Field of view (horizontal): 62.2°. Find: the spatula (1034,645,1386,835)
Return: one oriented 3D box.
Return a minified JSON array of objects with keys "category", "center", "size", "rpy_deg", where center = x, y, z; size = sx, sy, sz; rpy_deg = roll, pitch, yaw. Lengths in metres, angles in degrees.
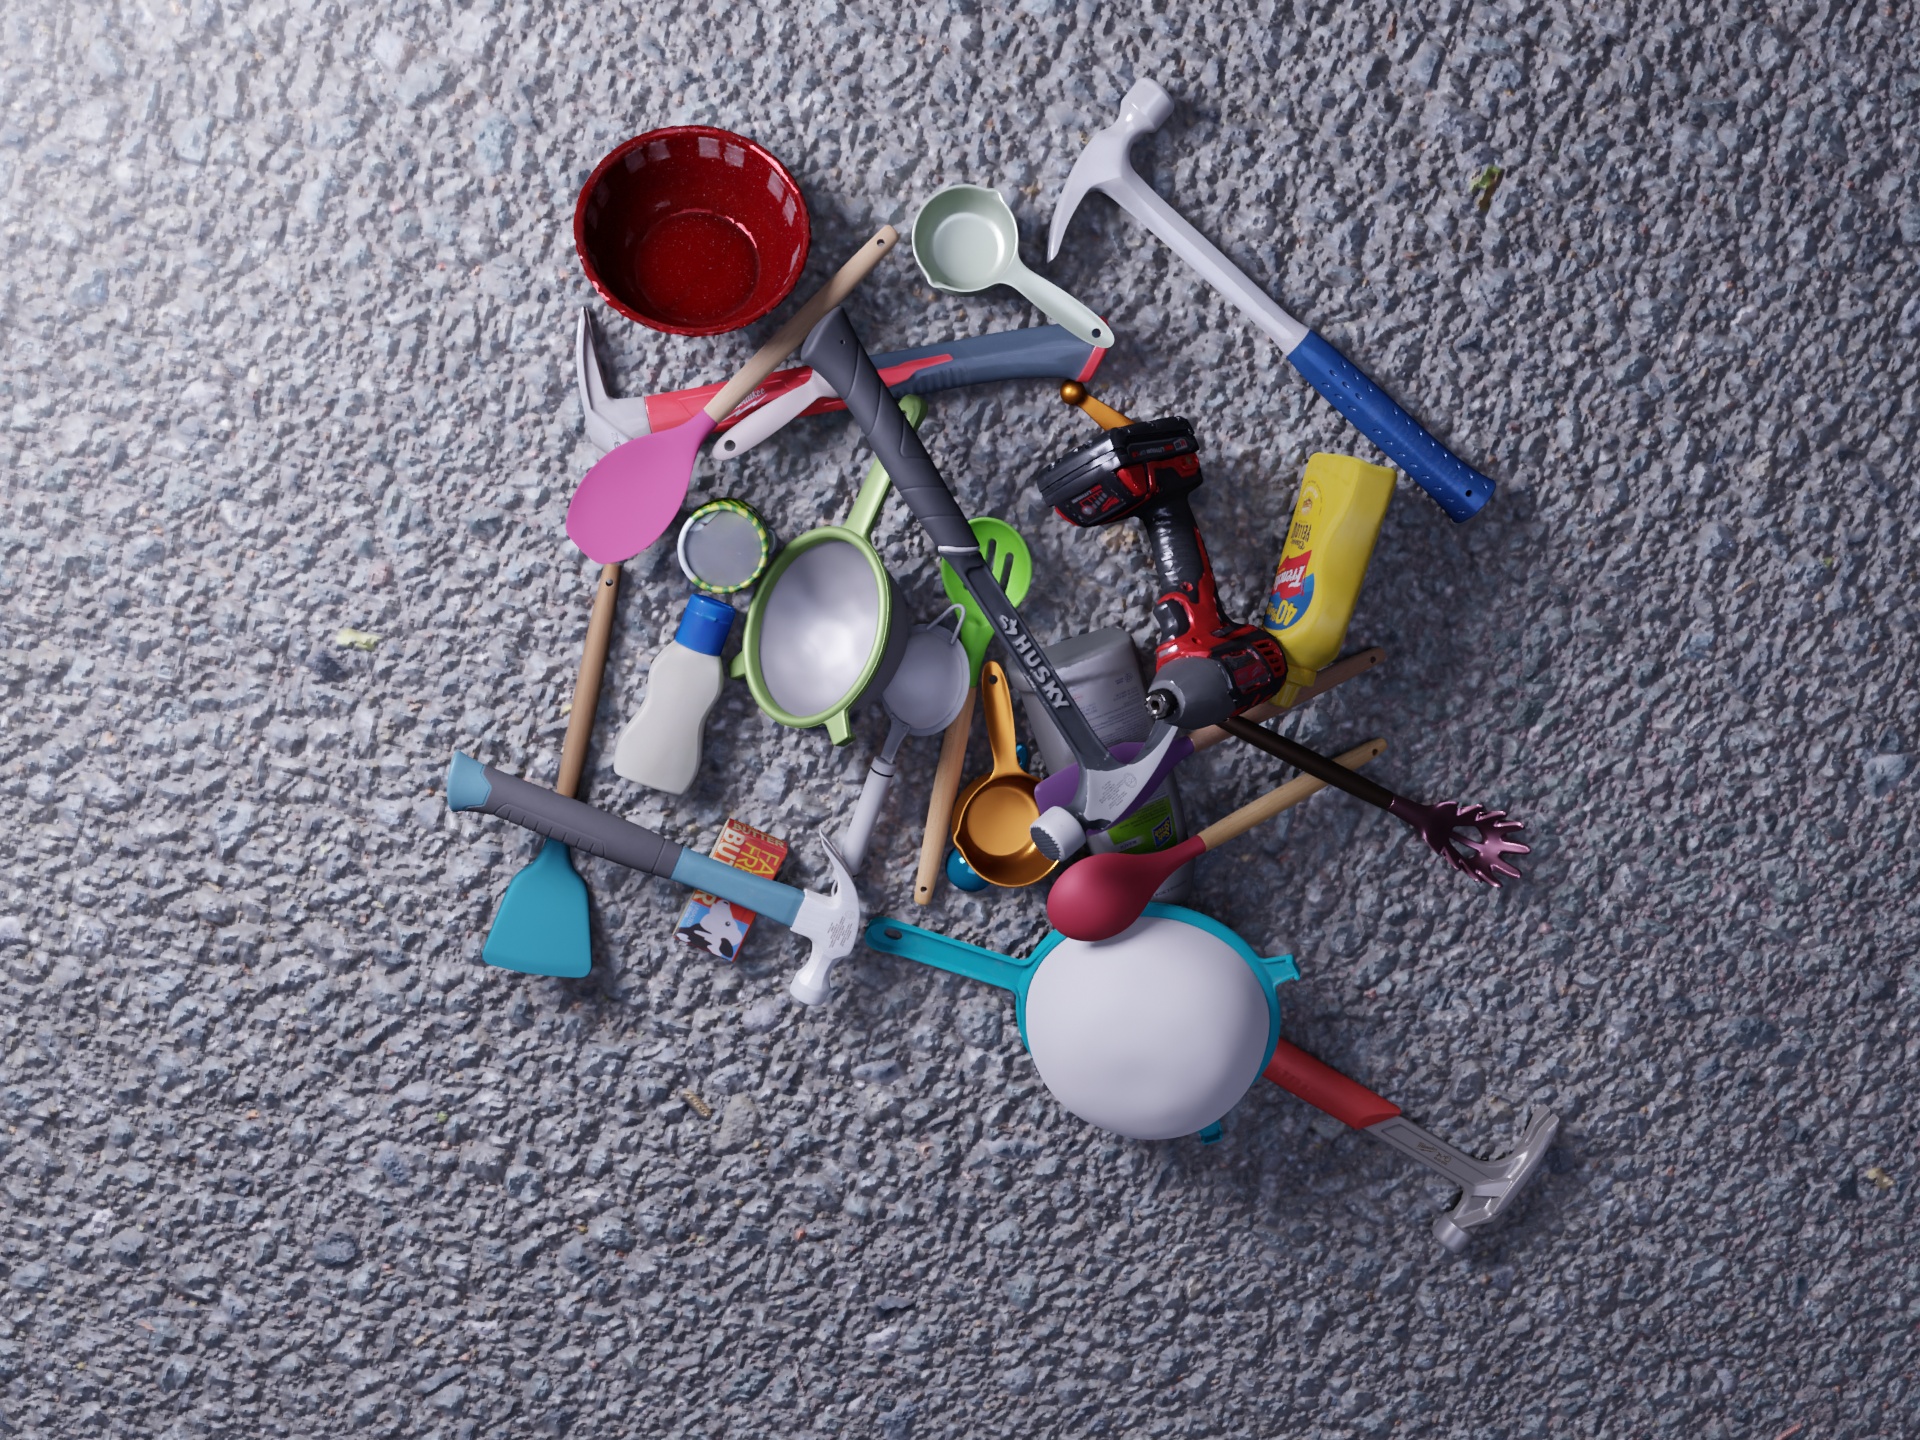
[{"category":"spatula","center":[0.198,0.010,1.219],"size":[0.316,0.018,0.059],"rpy_deg":[-25,107,-17]}]

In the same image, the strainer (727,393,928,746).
[{"category":"strainer","center":[-0.067,-0.111,1.171],"size":[0.069,0.152,0.256],"rpy_deg":[18,99,-48]}]

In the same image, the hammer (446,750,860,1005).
[{"category":"hammer","center":[-0.228,0.104,1.199],"size":[0.331,0.033,0.128],"rpy_deg":[23,100,-14]}]

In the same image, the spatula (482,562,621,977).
[{"category":"spatula","center":[-0.293,0.037,1.206],"size":[0.082,0.044,0.317],"rpy_deg":[11,100,-13]}]

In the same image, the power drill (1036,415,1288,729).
[{"category":"power drill","center":[0.148,-0.100,1.147],"size":[0.078,0.143,0.220],"rpy_deg":[-25,87,44]}]

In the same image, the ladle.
[{"category":"ladle","center":[0.207,0.085,1.233],"size":[0.315,0.031,0.069],"rpy_deg":[-26,110,-18]}]

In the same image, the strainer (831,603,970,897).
[{"category":"strainer","center":[-0.056,0.029,1.221],"size":[0.050,0.087,0.258],"rpy_deg":[-3,119,-51]}]

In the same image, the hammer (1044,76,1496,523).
[{"category":"hammer","center":[0.240,-0.286,1.192],"size":[0.405,0.035,0.144],"rpy_deg":[38,96,-12]}]

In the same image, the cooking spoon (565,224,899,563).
[{"category":"cooking spoon","center":[-0.159,-0.234,1.133],"size":[0.319,0.017,0.069],"rpy_deg":[-45,91,4]}]

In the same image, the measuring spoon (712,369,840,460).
[{"category":"measuring spoon","center":[-0.126,-0.223,1.138],"size":[0.124,0.018,0.034],"rpy_deg":[-34,101,2]}]

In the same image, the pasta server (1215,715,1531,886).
[{"category":"pasta server","center":[0.319,0.053,1.245],"size":[0.316,0.040,0.060],"rpy_deg":[25,85,-23]}]

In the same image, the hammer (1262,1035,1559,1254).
[{"category":"hammer","center":[0.325,0.308,1.331],"size":[0.359,0.037,0.149],"rpy_deg":[32,97,-12]}]

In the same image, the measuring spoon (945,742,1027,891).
[{"category":"measuring spoon","center":[0.026,0.079,1.257],"size":[0.042,0.021,0.128],"rpy_deg":[20,100,-10]}]

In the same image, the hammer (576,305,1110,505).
[{"category":"hammer","center":[-0.083,-0.263,1.164],"size":[0.386,0.038,0.143],"rpy_deg":[-11,102,-3]}]

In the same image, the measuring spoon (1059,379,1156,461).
[{"category":"measuring spoon","center":[0.124,-0.220,1.206],"size":[0.117,0.011,0.021],"rpy_deg":[34,97,-12]}]

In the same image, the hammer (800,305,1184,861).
[{"category":"hammer","center":[0.014,-0.107,1.121],"size":[0.149,0.036,0.408],"rpy_deg":[-37,102,-24]}]

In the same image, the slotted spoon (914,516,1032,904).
[{"category":"slotted spoon","center":[-0.002,-0.004,1.235],"size":[0.070,0.031,0.313],"rpy_deg":[13,103,6]}]

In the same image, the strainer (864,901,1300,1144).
[{"category":"strainer","center":[0.083,0.234,1.239],"size":[0.340,0.095,0.211],"rpy_deg":[18,117,-1]}]

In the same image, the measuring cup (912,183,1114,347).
[{"category":"measuring cup","center":[0.040,-0.319,1.152],"size":[0.167,0.038,0.083],"rpy_deg":[35,93,-3]}]

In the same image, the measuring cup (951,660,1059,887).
[{"category":"measuring cup","center":[0.031,0.040,1.224],"size":[0.095,0.052,0.173],"rpy_deg":[-9,94,-10]}]
